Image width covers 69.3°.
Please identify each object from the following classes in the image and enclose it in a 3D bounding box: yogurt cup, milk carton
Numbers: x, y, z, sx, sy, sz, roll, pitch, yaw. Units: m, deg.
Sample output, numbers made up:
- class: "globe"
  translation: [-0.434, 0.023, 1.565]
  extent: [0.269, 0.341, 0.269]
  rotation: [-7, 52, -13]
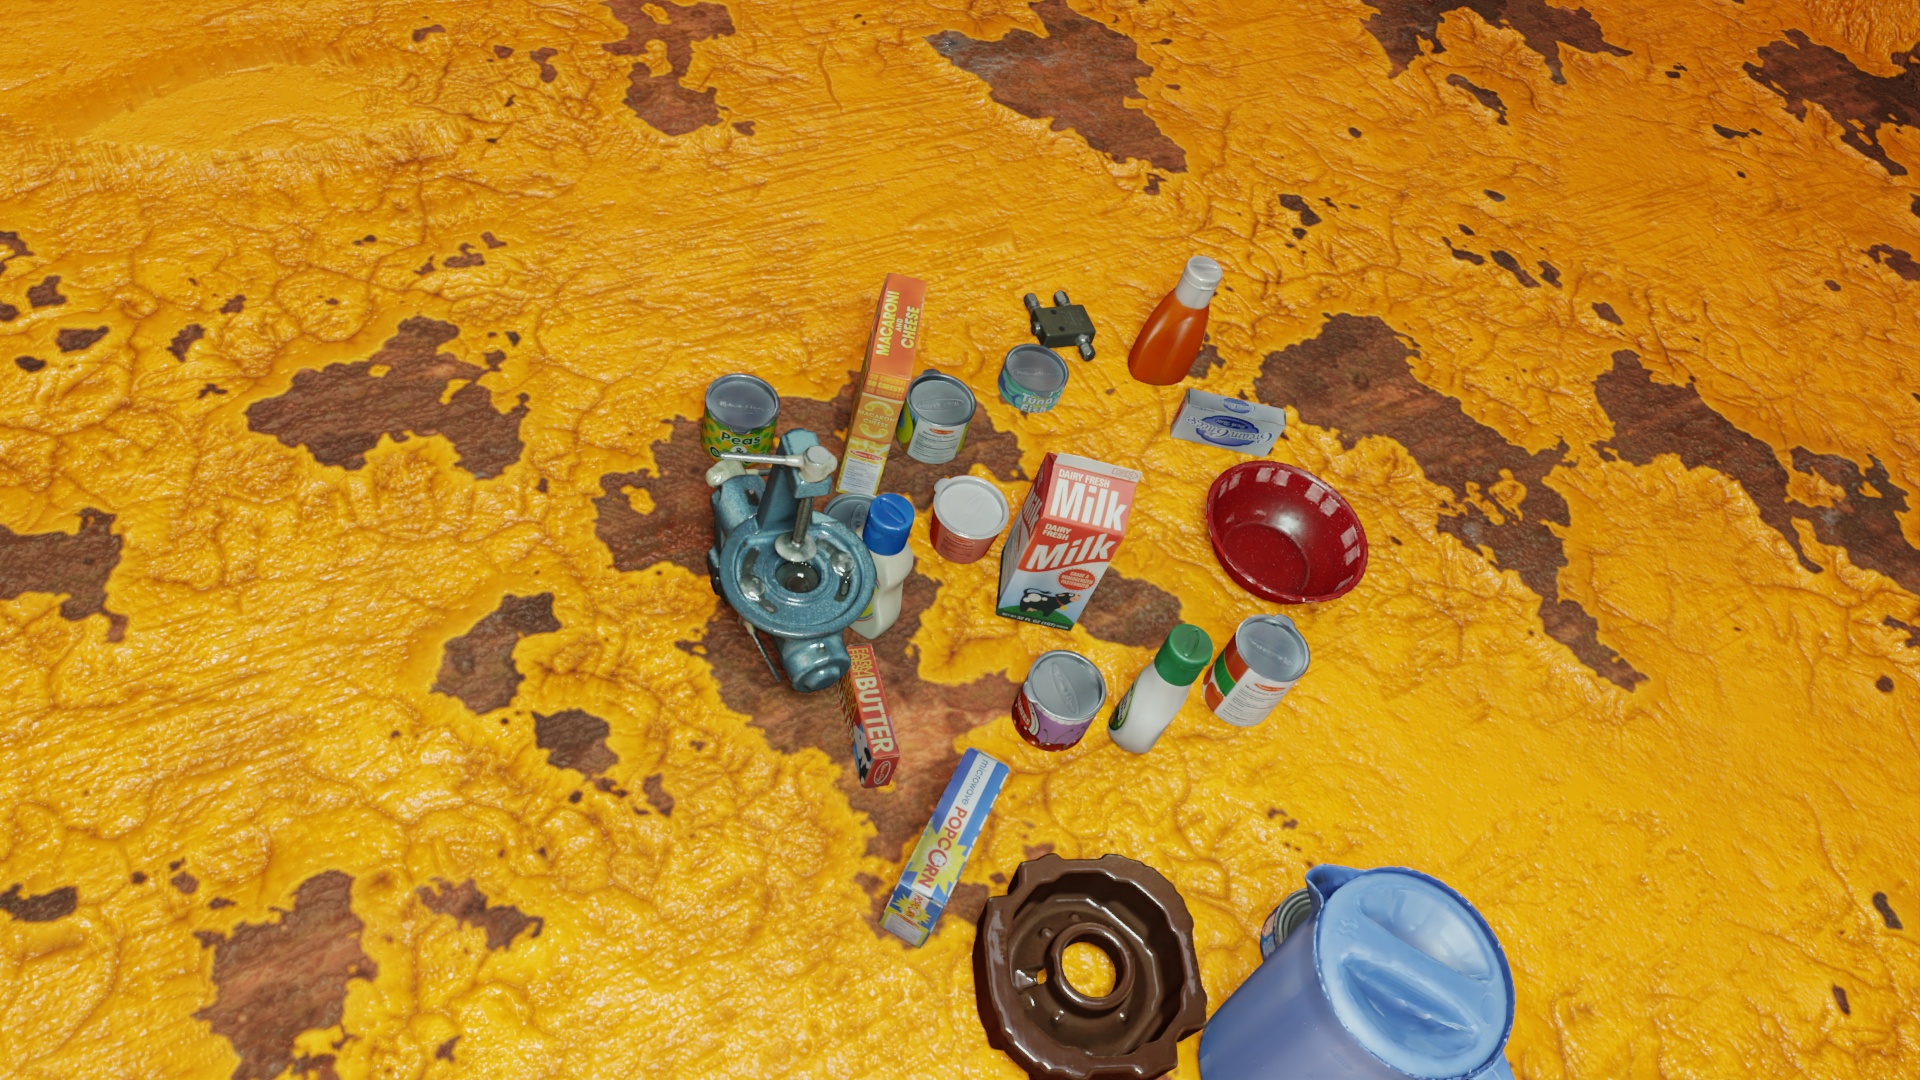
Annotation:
- class: "yogurt cup"
  translation: [0.004, -0.016, 1.239]
  extent: [0.072, 0.053, 0.073]
  rotation: [8, 53, -10]
- class: "milk carton"
  translation: [0.089, -0.008, 1.171]
  extent: [0.072, 0.189, 0.074]
  rotation: [12, 52, -7]

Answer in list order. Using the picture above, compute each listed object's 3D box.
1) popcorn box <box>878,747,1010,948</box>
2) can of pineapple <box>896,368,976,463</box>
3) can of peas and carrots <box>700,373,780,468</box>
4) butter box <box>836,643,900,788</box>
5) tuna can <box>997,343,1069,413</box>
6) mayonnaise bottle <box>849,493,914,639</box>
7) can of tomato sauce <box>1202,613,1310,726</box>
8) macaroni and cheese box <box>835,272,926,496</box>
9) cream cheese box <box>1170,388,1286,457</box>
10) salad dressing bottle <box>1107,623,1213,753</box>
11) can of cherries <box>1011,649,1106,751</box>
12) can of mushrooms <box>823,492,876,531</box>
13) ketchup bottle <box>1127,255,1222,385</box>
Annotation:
- class: "popcorn box"
  translation: [-0.011, 0.228, 1.035]
  extent: [0.038, 0.084, 0.127]
  rotation: [27, 52, 4]
- class: "can of pineapple"
  translation: [-0.023, -0.116, 1.302]
  extent: [0.071, 0.057, 0.071]
  rotation: [8, 53, -10]
- class: "can of peas and carrots"
  translation: [-0.198, -0.105, 1.244]
  extent: [0.071, 0.058, 0.071]
  rotation: [8, 53, -10]
- class: "butter box"
  translation: [-0.075, 0.139, 1.103]
  extent: [0.024, 0.052, 0.104]
  rotation: [-5, 56, -19]
- class: "tuna can"
  translation: [0.072, -0.159, 1.377]
  extent: [0.071, 0.032, 0.071]
  rotation: [8, 53, -10]
- class: "mayonnaise bottle"
  translation: [-0.070, 0.019, 1.132]
  extent: [0.065, 0.147, 0.041]
  rotation: [43, 55, 16]
- class: "can of tomato sauce"
  translation: [0.254, 0.111, 1.198]
  extent: [0.071, 0.082, 0.071]
  rotation: [8, 53, -10]
- class: "macaroni and cheese box"
  translation: [-0.072, -0.135, 1.234]
  extent: [0.040, 0.165, 0.124]
  rotation: [12, 52, -7]
- class: "cream cheese box"
  translation: [0.267, -0.117, 1.389]
  extent: [0.104, 0.053, 0.024]
  rotation: [11, 52, -8]
- class: "salad dressing bottle"
  translation: [0.162, 0.120, 1.124]
  extent: [0.044, 0.146, 0.064]
  rotation: [27, 52, 4]
- class: "can of cherries"
  translation: [0.078, 0.133, 1.147]
  extent: [0.071, 0.058, 0.072]
  rotation: [8, 53, -10]
- class: "can of mushrooms"
  translation: [-0.088, -0.006, 1.218]
  extent: [0.071, 0.033, 0.071]
  rotation: [8, 53, -10]
- class: "ketchup bottle"
  translation: [0.219, -0.218, 1.390]
  extent: [0.065, 0.148, 0.044]
  rotation: [1, 55, -15]
